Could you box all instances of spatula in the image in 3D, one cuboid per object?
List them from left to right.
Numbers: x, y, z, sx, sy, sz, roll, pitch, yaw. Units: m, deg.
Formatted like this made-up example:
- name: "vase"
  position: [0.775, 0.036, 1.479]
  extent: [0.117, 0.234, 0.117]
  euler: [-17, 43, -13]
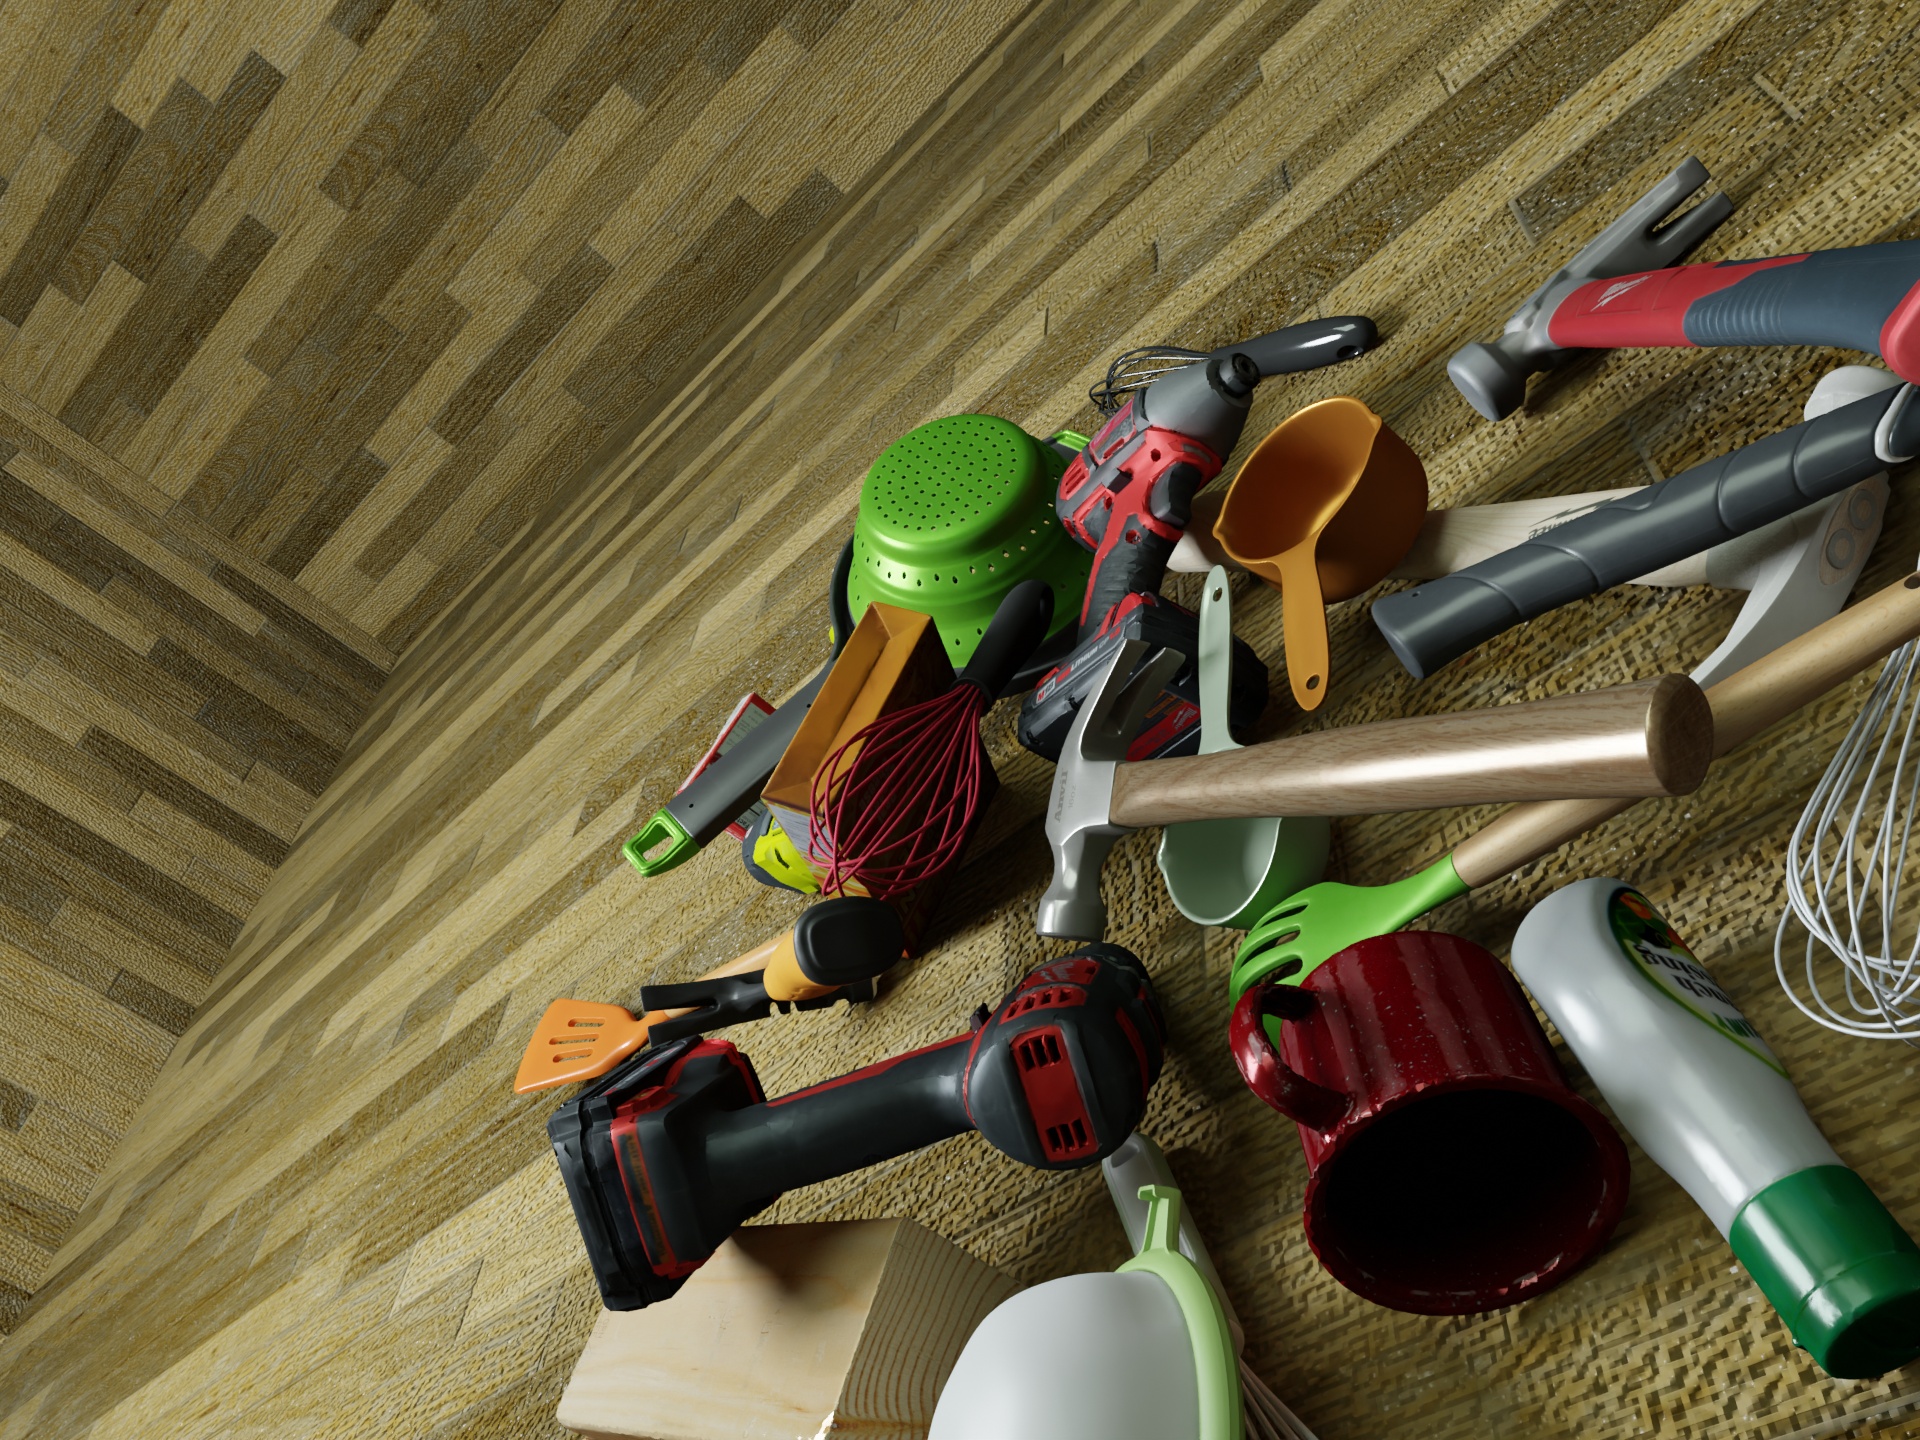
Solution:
- name: "spatula"
  position: [-0.183, 0.178, 1.048]
  extent: [0.322, 0.041, 0.081]
  euler: [-31, 30, 36]

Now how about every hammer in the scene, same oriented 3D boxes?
- name: "hammer"
  position: [-0.081, 0.117, 0.727]
  extent: [0.337, 0.127, 0.034]
  euler: [130, 129, -73]
- name: "hammer"
  position: [0.127, 0.018, 0.593]
  extent: [0.331, 0.031, 0.130]
  euler: [-13, 66, 61]
- name: "hammer"
  position: [0.207, -0.073, 0.720]
  extent: [0.146, 0.038, 0.411]
  euler: [-57, 24, -10]
- name: "hammer"
  position: [0.283, -0.160, 0.567]
  extent: [0.143, 0.038, 0.386]
  euler: [-42, 8, 11]
- name: "hammer"
  position: [0.310, -0.104, 0.488]
  extent: [0.409, 0.036, 0.149]
  euler: [-26, 24, 36]

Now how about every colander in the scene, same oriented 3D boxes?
- name: "colander"
  position: [-0.055, -0.063, 0.942]
  extent: [0.397, 0.094, 0.205]
  euler: [-41, 50, -12]

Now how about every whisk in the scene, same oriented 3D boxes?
- name: "whisk"
  position: [-0.001, -0.002, 0.780]
  extent: [0.073, 0.073, 0.296]
  euler: [-35, 12, 33]
- name: "whisk"
  position: [0.083, 0.211, 0.521]
  extent: [0.058, 0.059, 0.246]
  euler: [-35, 21, 4]
- name: "whisk"
  position: [0.166, -0.220, 0.998]
  extent: [0.239, 0.055, 0.055]
  euler: [1, 55, 55]
- name: "whisk"
  position: [0.297, -0.026, 0.474]
  extent: [0.070, 0.070, 0.285]
  euler: [-18, 35, 51]

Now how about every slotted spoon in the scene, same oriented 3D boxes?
- name: "slotted spoon"
  position: [0.188, 0.036, 0.530]
  extent: [0.313, 0.031, 0.070]
  euler: [-43, 22, 43]

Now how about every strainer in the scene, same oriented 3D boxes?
- name: "strainer"
  position: [0.028, 0.252, 0.439]
  extent: [0.256, 0.069, 0.151]
  euler: [-97, 26, -70]

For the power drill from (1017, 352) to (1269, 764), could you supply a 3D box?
- name: "power drill"
  position: [0.100, -0.084, 0.815]
  extent: [0.143, 0.078, 0.220]
  euler: [-41, 31, 47]

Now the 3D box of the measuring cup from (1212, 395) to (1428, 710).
- name: "measuring cup"
  position: [0.162, -0.062, 0.686]
  extent: [0.095, 0.052, 0.174]
  euler: [-33, 37, 39]

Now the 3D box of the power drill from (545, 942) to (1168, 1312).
- name: "power drill"
  position: [-0.026, 0.145, 0.636]
  extent: [0.226, 0.080, 0.188]
  euler: [-19, -1, 11]

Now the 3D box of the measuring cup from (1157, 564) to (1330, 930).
- name: "measuring cup"
  position: [0.124, 0.010, 0.687]
  extent: [0.083, 0.038, 0.168]
  euler: [-34, 47, 52]

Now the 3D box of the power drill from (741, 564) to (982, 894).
- name: "power drill"
  position: [-0.066, 0.005, 1.045]
  extent: [0.171, 0.080, 0.223]
  euler: [-24, 38, 54]
